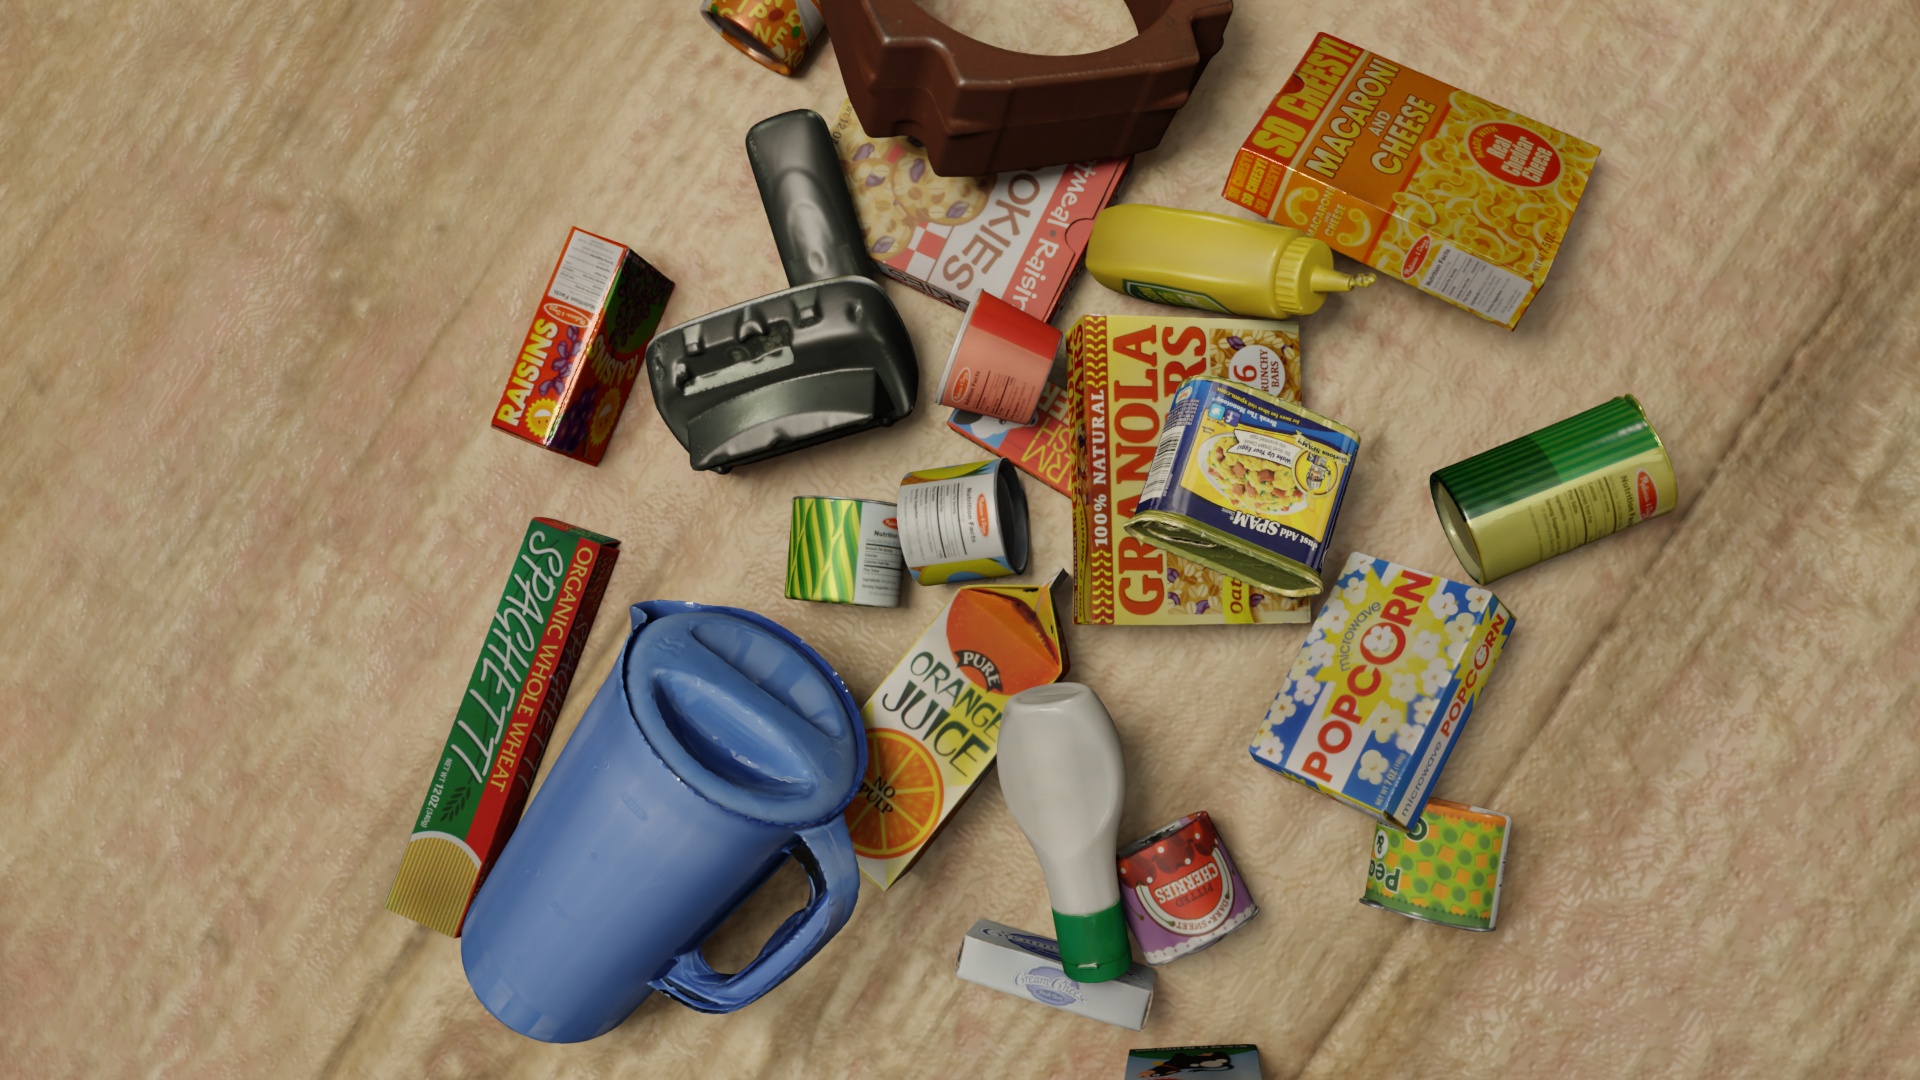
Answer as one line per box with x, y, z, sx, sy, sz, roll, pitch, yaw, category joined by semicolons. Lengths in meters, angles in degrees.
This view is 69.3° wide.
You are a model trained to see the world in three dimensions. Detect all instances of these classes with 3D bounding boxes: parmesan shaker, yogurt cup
0.307;-0.028;0.728;0.103;0.071;0.071;-22;82;7;parmesan shaker
0.022;-0.097;0.757;0.054;0.072;0.072;21;88;0;yogurt cup

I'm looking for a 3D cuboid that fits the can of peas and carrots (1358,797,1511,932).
0.245;0.164;0.720;0.071;0.071;0.059;10;86;10;can of peas and carrots

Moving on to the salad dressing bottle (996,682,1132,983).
0.057;0.148;0.705;0.064;0.044;0.147;-8;98;18;salad dressing bottle

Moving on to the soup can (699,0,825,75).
-0.103;-0.329;0.824;0.071;0.071;0.083;33;91;10;soup can

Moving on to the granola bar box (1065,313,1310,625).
0.123;-0.036;0.756;0.124;0.039;0.165;0;84;-11;granola bar box

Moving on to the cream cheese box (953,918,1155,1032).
0.052;0.233;0.750;0.104;0.053;0.024;14;87;10;cream cheese box

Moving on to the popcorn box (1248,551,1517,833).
0.217;0.076;0.719;0.085;0.038;0.127;21;77;48;popcorn box

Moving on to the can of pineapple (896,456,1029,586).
0.003;-0.010;0.774;0.058;0.071;0.071;-8;84;16;can of pineapple

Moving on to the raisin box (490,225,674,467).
-0.217;-0.110;0.810;0.040;0.086;0.123;22;88;6;raisin box

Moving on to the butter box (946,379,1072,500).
0.049;-0.062;0.795;0.103;0.024;0.053;32;89;10;butter box

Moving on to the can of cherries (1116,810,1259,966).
0.116;0.183;0.736;0.071;0.071;0.058;-27;81;6;can of cherries

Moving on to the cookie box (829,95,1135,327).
0.000;-0.203;0.808;0.167;0.040;0.123;26;89;10;cookie box

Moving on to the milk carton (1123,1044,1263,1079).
0.114;0.303;0.664;0.072;0.190;0.073;-6;84;8;milk carton

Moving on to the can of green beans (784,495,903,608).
-0.065;0.007;0.784;0.071;0.071;0.058;4;86;9;can of green beans

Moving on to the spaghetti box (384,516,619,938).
-0.271;0.109;0.826;0.050;0.028;0.250;20;88;9;spaghetti box

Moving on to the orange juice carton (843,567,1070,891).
-0.002;0.091;0.763;0.073;0.072;0.192;39;92;10;orange juice carton

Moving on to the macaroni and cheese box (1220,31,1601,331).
0.241;-0.197;0.741;0.166;0.040;0.124;28;57;10;macaroni and cheese box

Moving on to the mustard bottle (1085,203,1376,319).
0.144;-0.146;0.740;0.160;0.065;0.049;18;93;39;mustard bottle
